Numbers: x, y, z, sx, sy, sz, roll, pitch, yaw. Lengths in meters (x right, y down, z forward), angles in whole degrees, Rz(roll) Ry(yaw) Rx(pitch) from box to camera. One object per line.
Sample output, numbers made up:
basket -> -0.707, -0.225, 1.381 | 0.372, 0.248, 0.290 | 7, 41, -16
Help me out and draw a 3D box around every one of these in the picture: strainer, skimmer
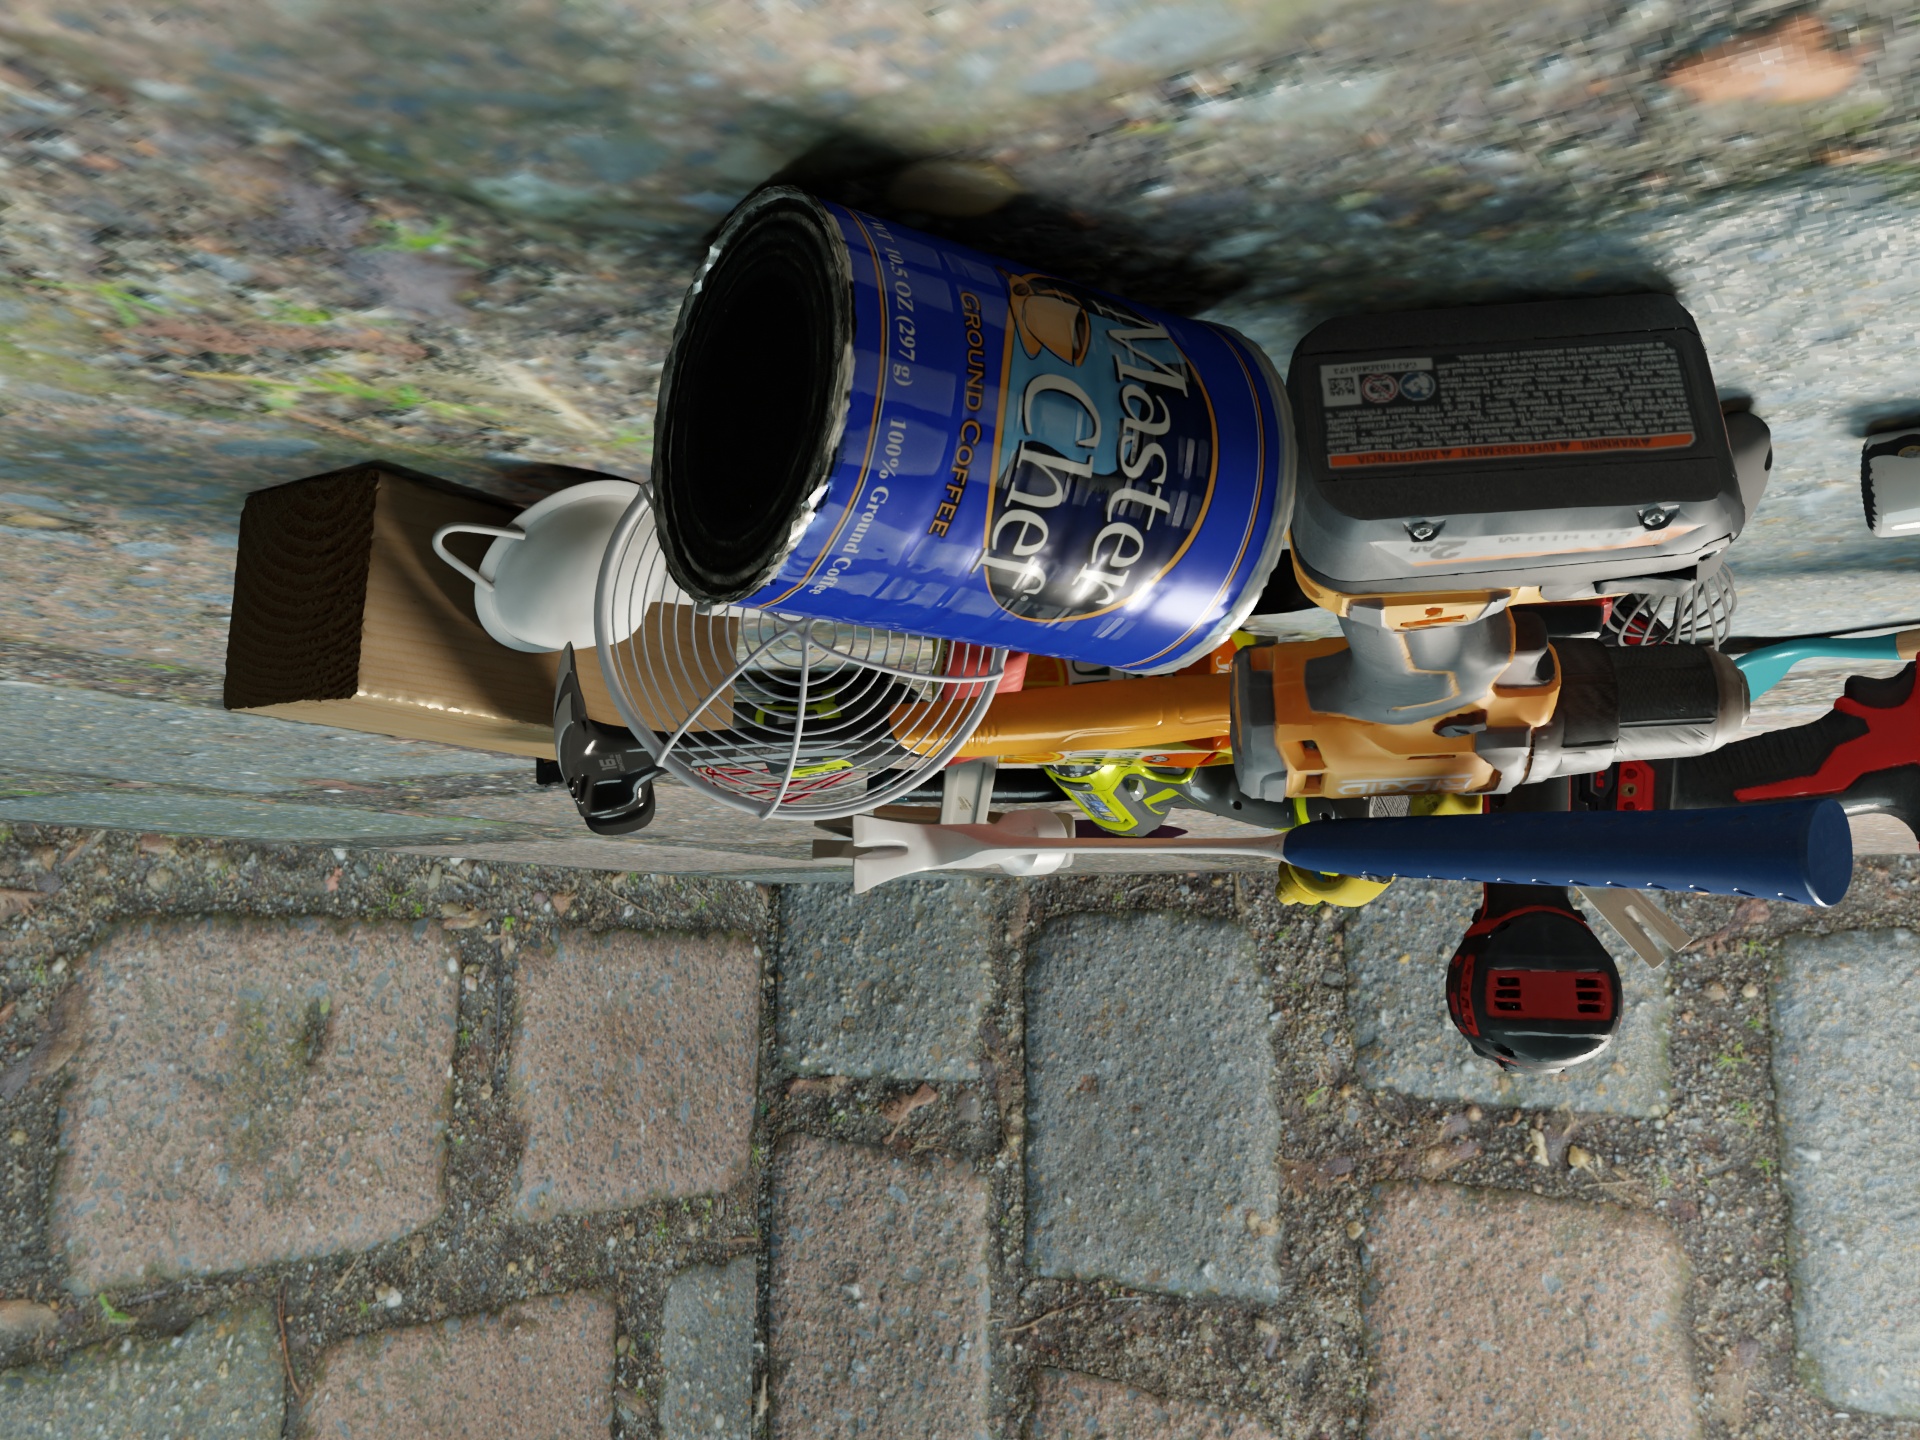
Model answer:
strainer -> -0.112, -0.055, 0.689 | 0.087, 0.050, 0.258 | -53, 156, 21
skimmer -> 0.042, -0.047, 0.589 | 0.090, 0.127, 0.363 | 5, -170, 43

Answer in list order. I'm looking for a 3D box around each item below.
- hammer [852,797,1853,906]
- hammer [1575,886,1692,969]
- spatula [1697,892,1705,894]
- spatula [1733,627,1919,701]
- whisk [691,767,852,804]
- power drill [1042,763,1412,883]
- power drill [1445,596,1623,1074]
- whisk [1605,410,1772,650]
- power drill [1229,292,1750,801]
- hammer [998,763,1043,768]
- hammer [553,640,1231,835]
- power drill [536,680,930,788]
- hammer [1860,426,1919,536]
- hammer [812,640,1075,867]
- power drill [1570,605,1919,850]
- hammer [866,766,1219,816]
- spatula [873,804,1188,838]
hammer -> 0.123, 0.051, 0.631 | 0.144, 0.035, 0.405 | 1, 176, -44
hammer -> 0.334, 0.039, 0.928 | 0.038, 0.146, 0.410 | -42, 143, 10
spatula -> 0.387, 0.038, 0.924 | 0.081, 0.041, 0.322 | 2, -168, 10
spatula -> 0.517, -0.031, 0.824 | 0.082, 0.044, 0.317 | 14, 164, -42
whisk -> -0.060, 0.017, 1.150 | 0.296, 0.073, 0.073 | -7, 169, 15
power drill -> 0.153, 0.028, 0.997 | 0.228, 0.080, 0.190 | 9, 160, 29
power drill -> 0.243, 0.039, 0.702 | 0.080, 0.227, 0.187 | -1, 170, 12
whisk -> 0.289, -0.068, 0.624 | 0.055, 0.055, 0.238 | -2, 166, 17
power drill -> 0.185, -0.037, 0.522 | 0.185, 0.084, 0.226 | -2, 154, 6
hammer -> 0.126, 0.012, 1.169 | 0.130, 0.031, 0.331 | 3, 170, -20
hammer -> 0.003, -0.001, 0.667 | 0.337, 0.034, 0.127 | -5, 156, -6
power drill -> -0.139, 0.002, 1.000 | 0.223, 0.080, 0.171 | 2, 173, -35
hammer -> 0.443, 0.039, 0.638 | 0.149, 0.036, 0.408 | -5, 136, 24
hammer -> -0.001, -0.002, 0.758 | 0.149, 0.037, 0.358 | 2, 155, -2
power drill -> 0.404, -0.001, 0.756 | 0.220, 0.143, 0.078 | 4, 178, 27
hammer -> 0.093, 0.048, 1.194 | 0.331, 0.033, 0.128 | 0, 170, 1
spatula -> 0.042, 0.079, 1.217 | 0.059, 0.018, 0.316 | -13, -171, -44
